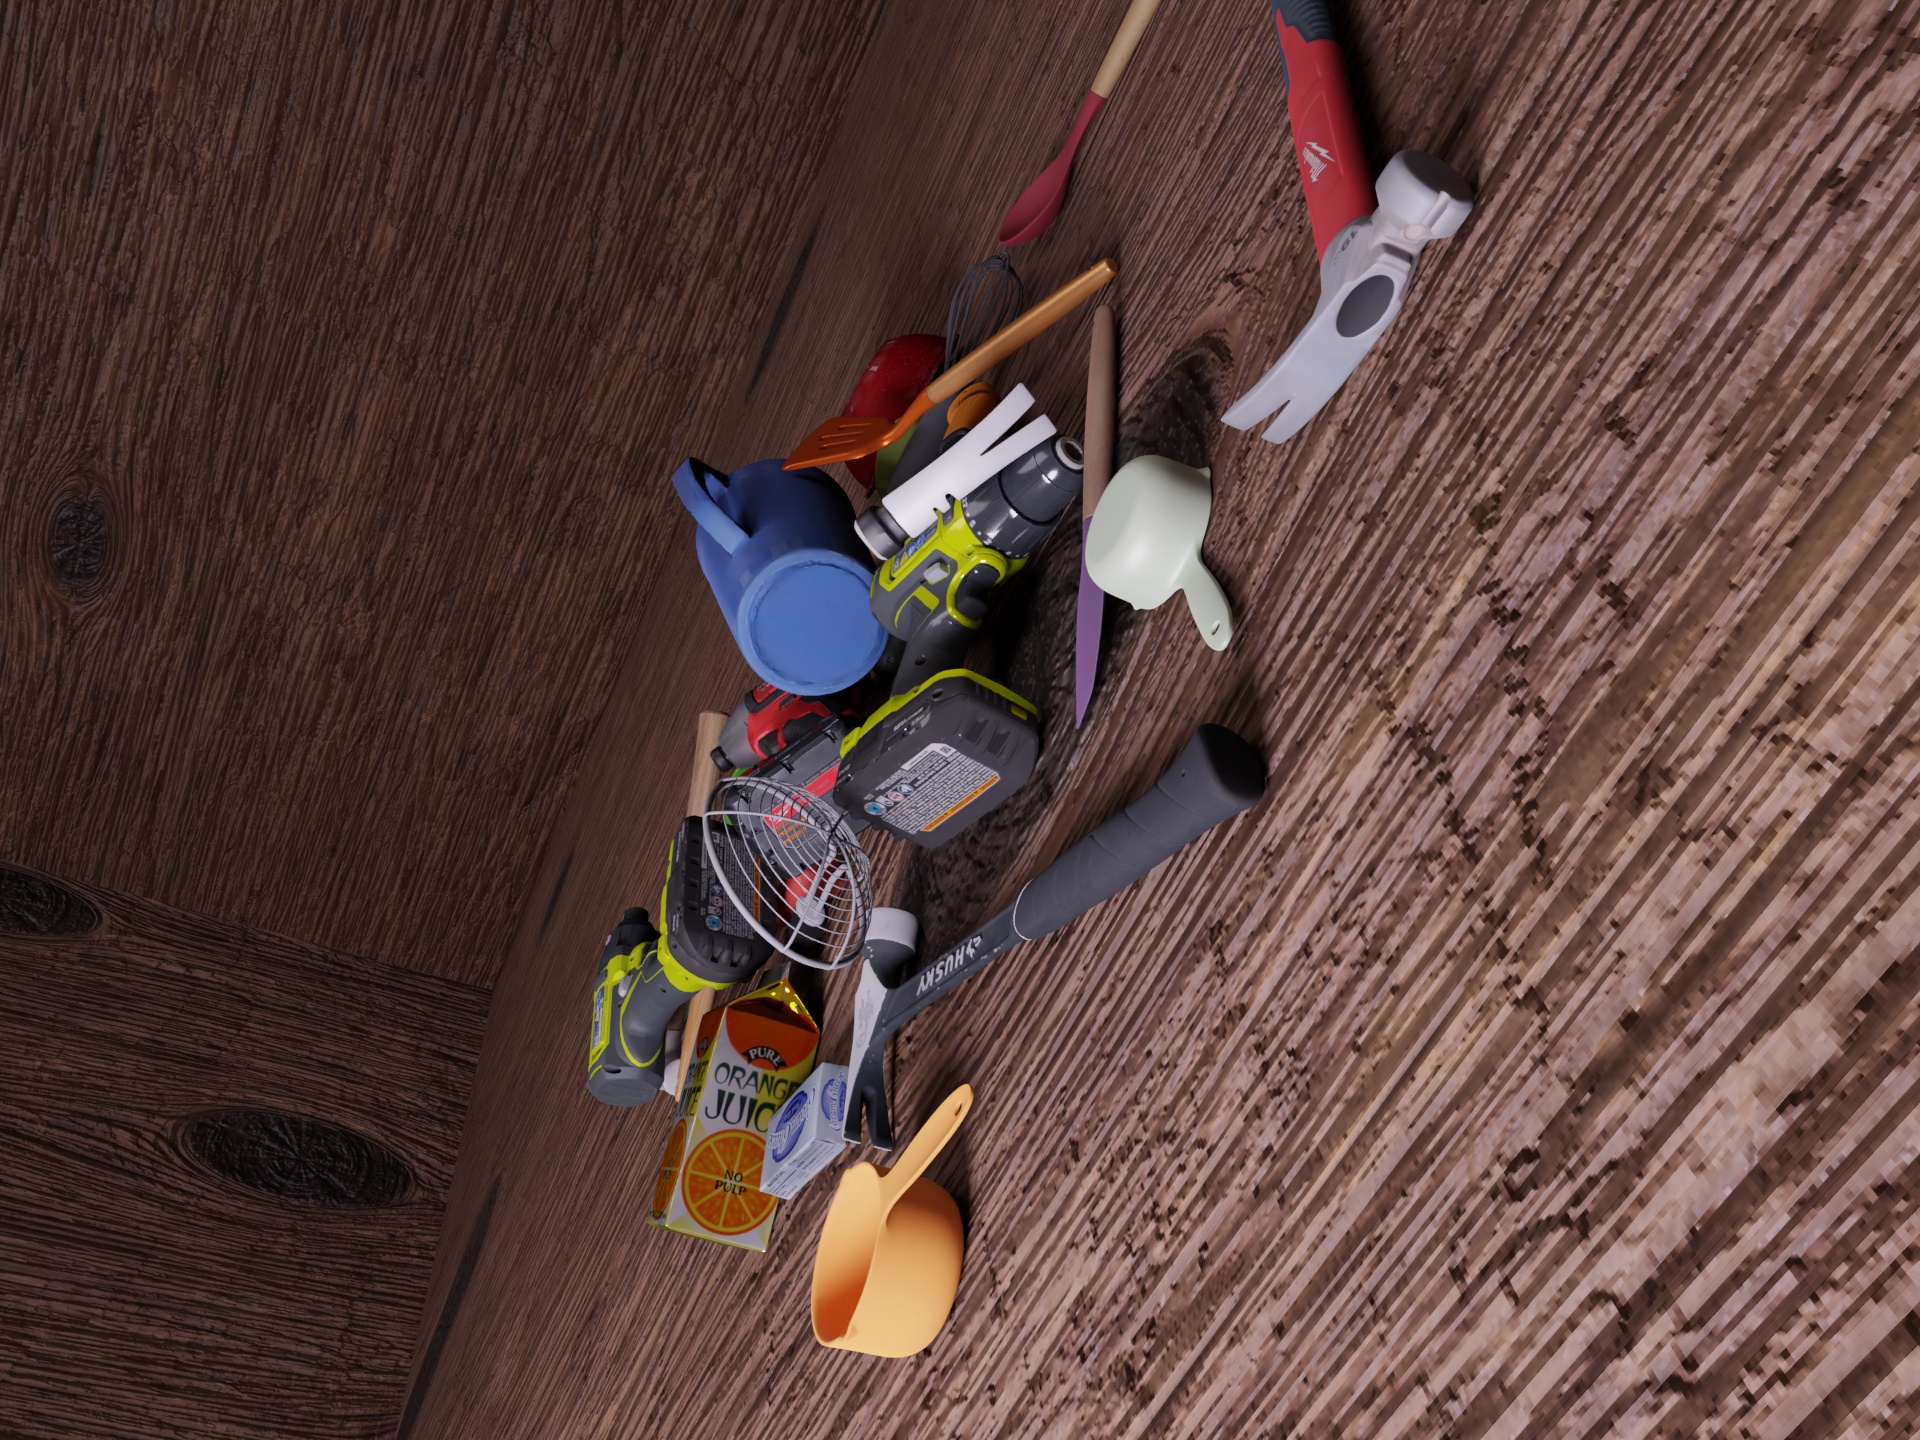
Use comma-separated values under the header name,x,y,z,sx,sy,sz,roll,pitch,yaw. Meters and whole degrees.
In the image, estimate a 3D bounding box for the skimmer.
name,x,y,z,sx,sy,sz,roll,pitch,yaw
skimmer,-0.118,0.125,1.029,0.090,0.127,0.363,-30,-11,-18

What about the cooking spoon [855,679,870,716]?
name,x,y,z,sx,sy,sz,roll,pitch,yaw
cooking spoon,-0.128,-0.011,1.420,0.069,0.017,0.319,-71,18,-4

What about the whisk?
name,x,y,z,sx,sy,sz,roll,pitch,yaw
whisk,-0.010,-0.256,1.231,0.239,0.055,0.055,-67,17,-8

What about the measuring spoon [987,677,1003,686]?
name,x,y,z,sx,sy,sz,roll,pitch,yaw
measuring spoon,-0.002,-0.003,1.043,0.128,0.021,0.042,-23,46,55

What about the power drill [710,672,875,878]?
name,x,y,z,sx,sy,sz,roll,pitch,yaw
power drill,-0.124,0.022,1.193,0.143,0.078,0.220,-35,23,4

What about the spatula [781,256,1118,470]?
name,x,y,z,sx,sy,sz,roll,pitch,yaw
spatula,-0.010,-0.254,1.152,0.322,0.041,0.081,-26,22,44

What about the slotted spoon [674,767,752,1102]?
name,x,y,z,sx,sy,sz,roll,pitch,yaw
slotted spoon,-0.202,0.164,1.327,0.070,0.031,0.314,122,159,-57

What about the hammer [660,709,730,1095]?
name,x,y,z,sx,sy,sz,roll,pitch,yaw
hammer,-0.240,0.156,1.400,0.130,0.031,0.331,167,111,-66

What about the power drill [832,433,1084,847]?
name,x,y,z,sx,sy,sz,roll,pitch,yaw
power drill,0.004,-0.056,0.968,0.190,0.080,0.229,-38,33,43

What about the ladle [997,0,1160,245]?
name,x,y,z,sx,sy,sz,roll,pitch,yaw
ladle,0.114,-0.491,1.181,0.315,0.031,0.069,-59,23,28

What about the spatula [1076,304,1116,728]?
name,x,y,z,sx,sy,sz,roll,pitch,yaw
spatula,0.079,-0.134,0.917,0.059,0.018,0.316,104,173,-53

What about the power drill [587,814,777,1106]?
name,x,y,z,sx,sy,sz,roll,pitch,yaw
power drill,-0.229,0.180,1.257,0.223,0.080,0.171,-48,34,39

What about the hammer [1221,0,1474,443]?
name,x,y,z,sx,sy,sz,roll,pitch,yaw
hammer,0.170,-0.307,0.798,0.143,0.038,0.387,124,157,-44

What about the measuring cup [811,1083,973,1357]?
name,x,y,z,sx,sy,sz,roll,pitch,yaw
measuring cup,-0.015,0.236,0.762,0.173,0.052,0.095,-58,21,30

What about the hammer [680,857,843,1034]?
name,x,y,z,sx,sy,sz,roll,pitch,yaw
hammer,-0.174,0.178,1.331,0.359,0.036,0.149,143,142,-62

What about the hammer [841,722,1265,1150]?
name,x,y,z,sx,sy,sz,roll,pitch,yaw
hammer,0.027,0.106,0.801,0.409,0.036,0.149,135,148,-54

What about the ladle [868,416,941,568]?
name,x,y,z,sx,sy,sz,roll,pitch,yaw
ladle,-0.084,-0.149,1.376,0.078,0.062,0.320,-51,1,-34

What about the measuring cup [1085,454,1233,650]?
name,x,y,z,sx,sy,sz,roll,pitch,yaw
measuring cup,0.097,-0.078,0.771,0.168,0.038,0.083,-101,34,-62

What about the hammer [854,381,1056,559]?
name,x,y,z,sx,sy,sz,roll,pitch,yaw
hammer,0.007,-0.191,1.051,0.127,0.034,0.337,-36,13,15
